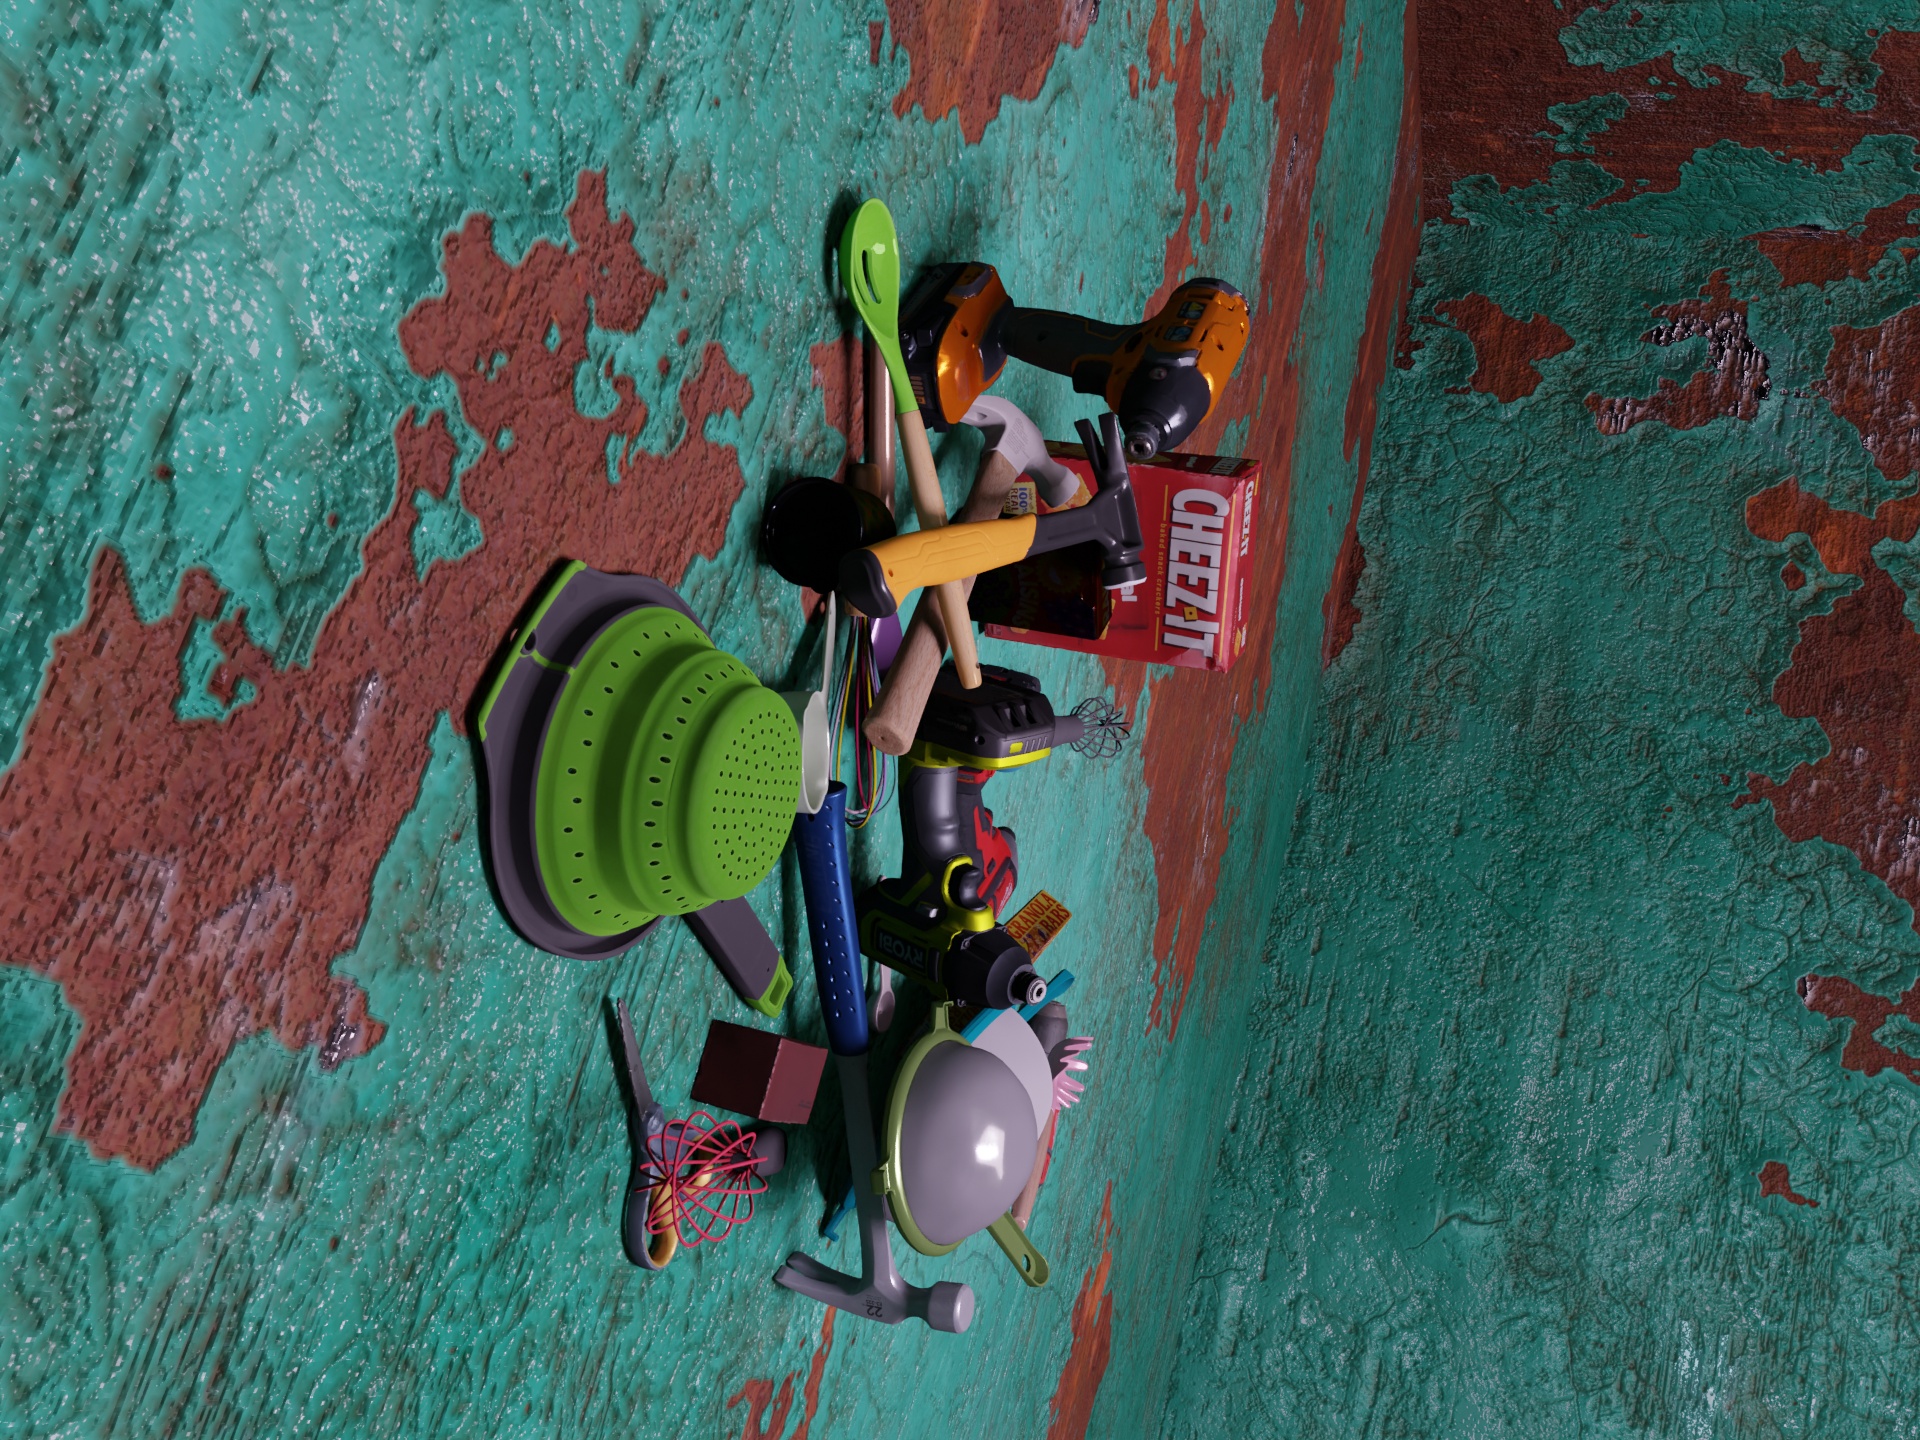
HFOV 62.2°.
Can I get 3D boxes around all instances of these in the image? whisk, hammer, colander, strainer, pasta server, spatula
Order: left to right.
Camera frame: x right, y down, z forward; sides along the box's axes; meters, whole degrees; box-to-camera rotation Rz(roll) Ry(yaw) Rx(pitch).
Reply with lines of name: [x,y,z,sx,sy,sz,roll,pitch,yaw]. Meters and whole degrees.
colander: [-0.129,0.078,0.890,0.396,0.094,0.205,70,36,-53]
whisk: [-0.136,0.268,0.961,0.295,0.073,0.073,72,31,-78]
hammer: [-0.081,0.237,1.096,0.035,0.144,0.405,-40,127,-63]
whisk: [-0.064,-0.048,1.065,0.047,0.051,0.245,-124,-144,-82]
spatula: [-0.053,-0.127,1.102,0.060,0.018,0.315,-39,137,-53]
hammer: [-0.003,-0.108,1.102,0.130,0.031,0.331,44,45,-25]
hammer: [0.028,-0.126,1.042,0.337,0.034,0.127,-23,103,-55]
strainer: [0.031,0.324,1.107,0.256,0.069,0.152,62,35,-35]
strainer: [0.038,0.305,1.297,0.340,0.095,0.211,-30,154,-55]
pasta server: [0.076,0.346,1.347,0.316,0.040,0.060,-52,152,-74]
whisk: [0.088,0.010,1.293,0.239,0.055,0.055,-4,103,-68]

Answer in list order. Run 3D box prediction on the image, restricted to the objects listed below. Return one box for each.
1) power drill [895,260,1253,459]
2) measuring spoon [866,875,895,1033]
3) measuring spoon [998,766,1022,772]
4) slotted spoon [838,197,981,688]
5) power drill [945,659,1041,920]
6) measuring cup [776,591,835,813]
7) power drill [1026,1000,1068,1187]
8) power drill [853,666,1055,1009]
power drill: [0.066,-0.237,1.066,0.084,0.226,0.164,79,29,-43]
measuring spoon: [-0.065,0.180,1.229,0.034,0.018,0.124,-15,107,-67]
measuring spoon: [-0.002,-0.004,1.174,0.021,0.129,0.042,-52,157,15]
slotted spoon: [-0.029,-0.172,1.018,0.070,0.031,0.313,-33,112,-62]
power drill: [0.012,0.069,1.292,0.143,0.078,0.219,-53,149,-50]
measuring cup: [-0.104,-0.017,1.012,0.083,0.038,0.168,81,11,-53]
power drill: [0.051,0.364,1.529,0.226,0.080,0.188,27,74,-72]
power drill: [-0.001,0.085,1.115,0.080,0.171,0.223,-12,111,-43]
